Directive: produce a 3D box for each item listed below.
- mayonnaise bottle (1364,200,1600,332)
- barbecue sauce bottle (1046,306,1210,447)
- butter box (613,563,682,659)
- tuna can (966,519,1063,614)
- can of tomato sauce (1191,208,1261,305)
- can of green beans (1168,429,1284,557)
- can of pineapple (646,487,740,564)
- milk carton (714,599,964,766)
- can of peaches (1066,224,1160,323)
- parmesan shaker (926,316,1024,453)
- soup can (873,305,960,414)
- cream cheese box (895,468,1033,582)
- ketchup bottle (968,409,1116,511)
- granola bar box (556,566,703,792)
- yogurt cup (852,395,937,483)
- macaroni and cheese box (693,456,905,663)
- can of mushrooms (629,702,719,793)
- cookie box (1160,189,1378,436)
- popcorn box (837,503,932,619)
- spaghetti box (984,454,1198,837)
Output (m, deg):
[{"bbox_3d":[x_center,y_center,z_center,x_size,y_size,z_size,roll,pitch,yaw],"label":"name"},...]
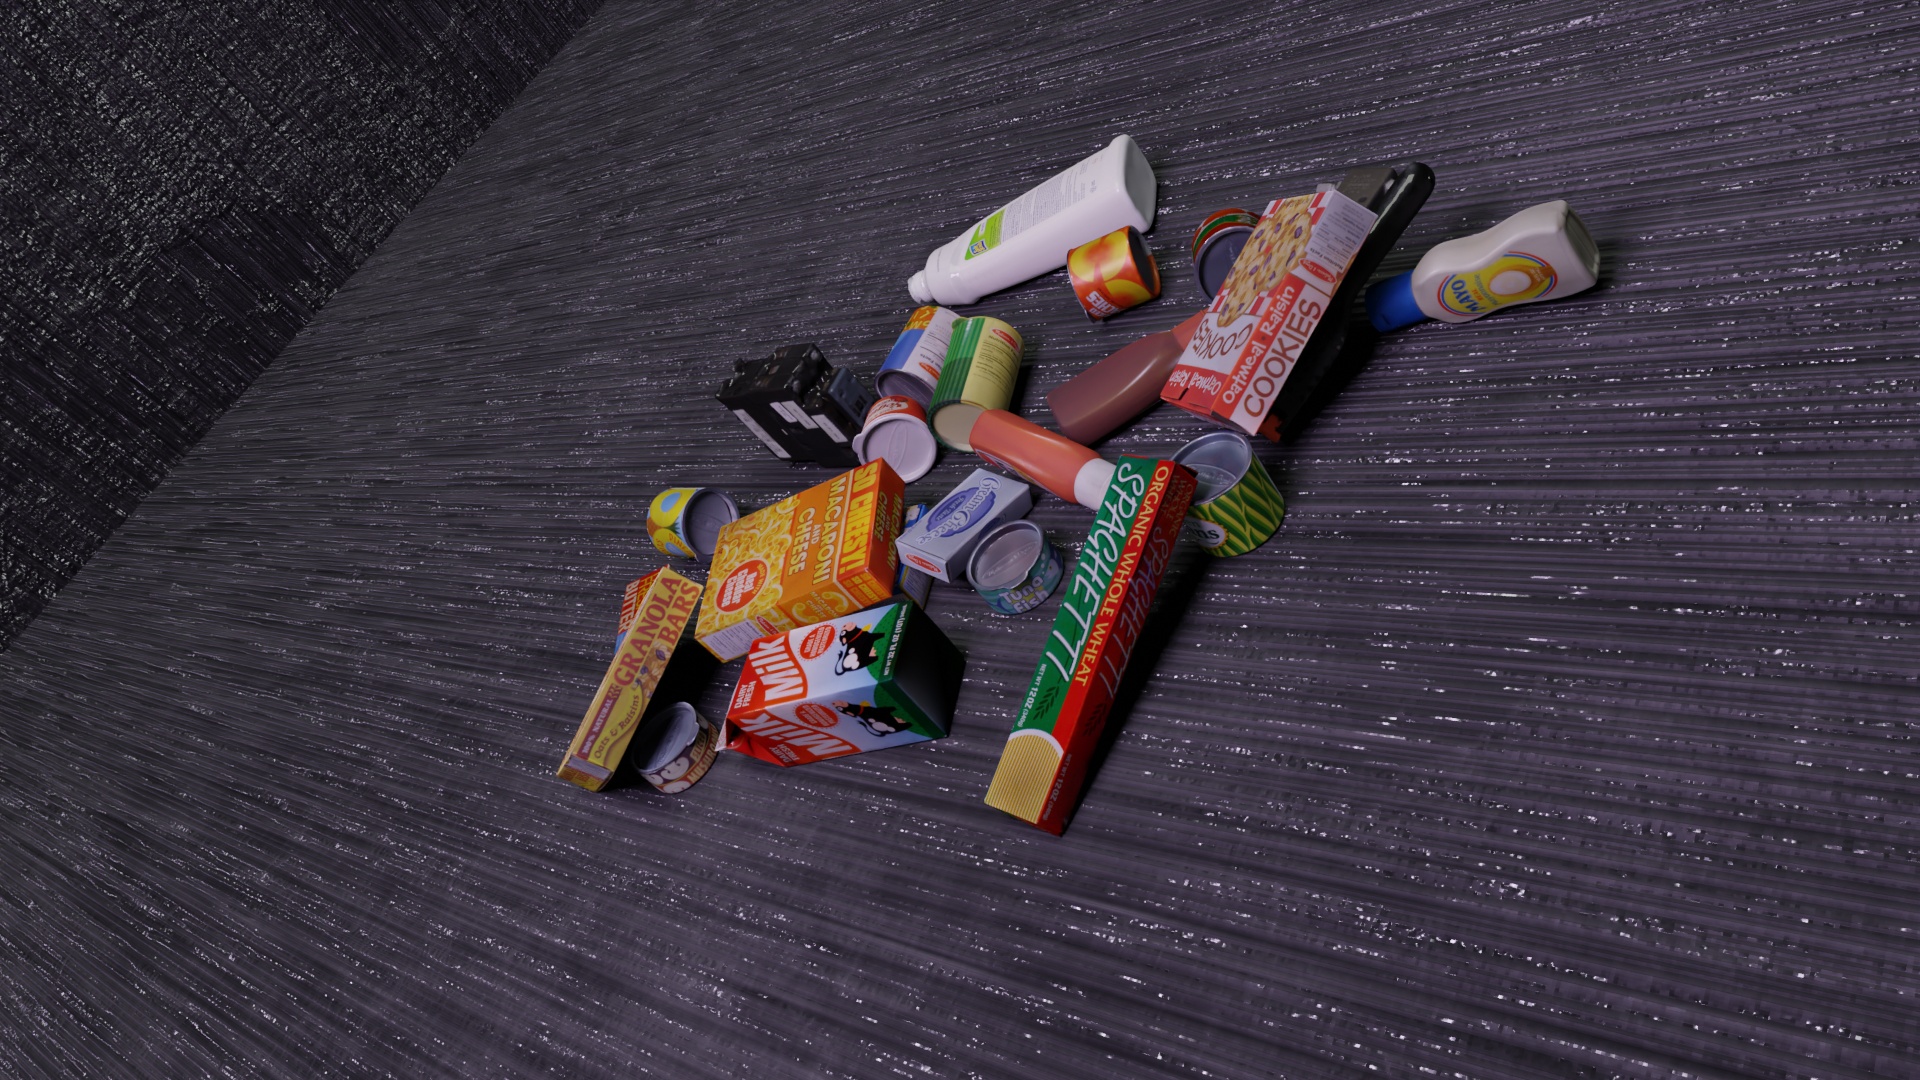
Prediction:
[{"bbox_3d":[0.348,-0.178,0.940,0.147,0.064,0.041,-15,43,46],"label":"mayonnaise bottle"},{"bbox_3d":[0.141,-0.130,1.086,0.148,0.043,0.065,-31,33,11],"label":"barbecue sauce bottle"},{"bbox_3d":[-0.283,0.071,1.262,0.053,0.024,0.104,-26,38,17],"label":"butter box"},{"bbox_3d":[0.041,0.021,1.020,0.071,0.032,0.071,-24,38,21],"label":"tuna can"},{"bbox_3d":[0.215,-0.220,1.079,0.071,0.071,0.083,-27,17,17],"label":"can of tomato sauce"},{"bbox_3d":[0.176,-0.031,0.935,0.071,0.057,0.071,-24,38,21],"label":"can of green beans"},{"bbox_3d":[-0.249,-0.015,1.291,0.058,0.071,0.071,1,52,43],"label":"can of pineapple"},{"bbox_3d":[-0.099,0.110,1.014,0.190,0.073,0.073,-15,42,31],"label":"milk carton"},{"bbox_3d":[0.131,-0.226,1.182,0.058,0.071,0.071,-19,40,25],"label":"can of peaches"},{"bbox_3d":[0.011,-0.134,1.183,0.071,0.071,0.103,-14,43,32],"label":"parmesan shaker"},{"bbox_3d":[-0.033,-0.160,1.256,0.071,0.071,0.084,-3,49,40],"label":"soup can"},{"bbox_3d":[0.004,-0.013,1.068,0.053,0.024,0.104,22,50,37],"label":"cream cheese box"},{"bbox_3d":[0.074,-0.057,1.055,0.149,0.064,0.043,29,95,44],"label":"ketchup bottle"},{"bbox_3d":[-0.268,0.115,1.128,0.123,0.039,0.166,-39,26,63],"label":"granola bar box"},{"bbox_3d":[-0.055,-0.090,1.202,0.072,0.072,0.054,-29,29,14],"label":"yogurt cup"},{"bbox_3d":[-0.125,0.015,1.101,0.166,0.040,0.124,-21,41,24],"label":"macaroni and cheese box"},{"bbox_3d":[-0.224,0.165,1.101,0.071,0.033,0.071,-24,37,20],"label":"can of mushrooms"},{"bbox_3d":[0.211,-0.160,0.973,0.167,0.040,0.123,-61,12,5],"label":"cookie box"},{"bbox_3d":[-0.080,0.024,1.121,0.126,0.038,0.085,-13,44,32],"label":"popcorn box"},{"bbox_3d":[0.085,0.061,0.887,0.050,0.028,0.250,11,74,47],"label":"spaghetti box"}]
